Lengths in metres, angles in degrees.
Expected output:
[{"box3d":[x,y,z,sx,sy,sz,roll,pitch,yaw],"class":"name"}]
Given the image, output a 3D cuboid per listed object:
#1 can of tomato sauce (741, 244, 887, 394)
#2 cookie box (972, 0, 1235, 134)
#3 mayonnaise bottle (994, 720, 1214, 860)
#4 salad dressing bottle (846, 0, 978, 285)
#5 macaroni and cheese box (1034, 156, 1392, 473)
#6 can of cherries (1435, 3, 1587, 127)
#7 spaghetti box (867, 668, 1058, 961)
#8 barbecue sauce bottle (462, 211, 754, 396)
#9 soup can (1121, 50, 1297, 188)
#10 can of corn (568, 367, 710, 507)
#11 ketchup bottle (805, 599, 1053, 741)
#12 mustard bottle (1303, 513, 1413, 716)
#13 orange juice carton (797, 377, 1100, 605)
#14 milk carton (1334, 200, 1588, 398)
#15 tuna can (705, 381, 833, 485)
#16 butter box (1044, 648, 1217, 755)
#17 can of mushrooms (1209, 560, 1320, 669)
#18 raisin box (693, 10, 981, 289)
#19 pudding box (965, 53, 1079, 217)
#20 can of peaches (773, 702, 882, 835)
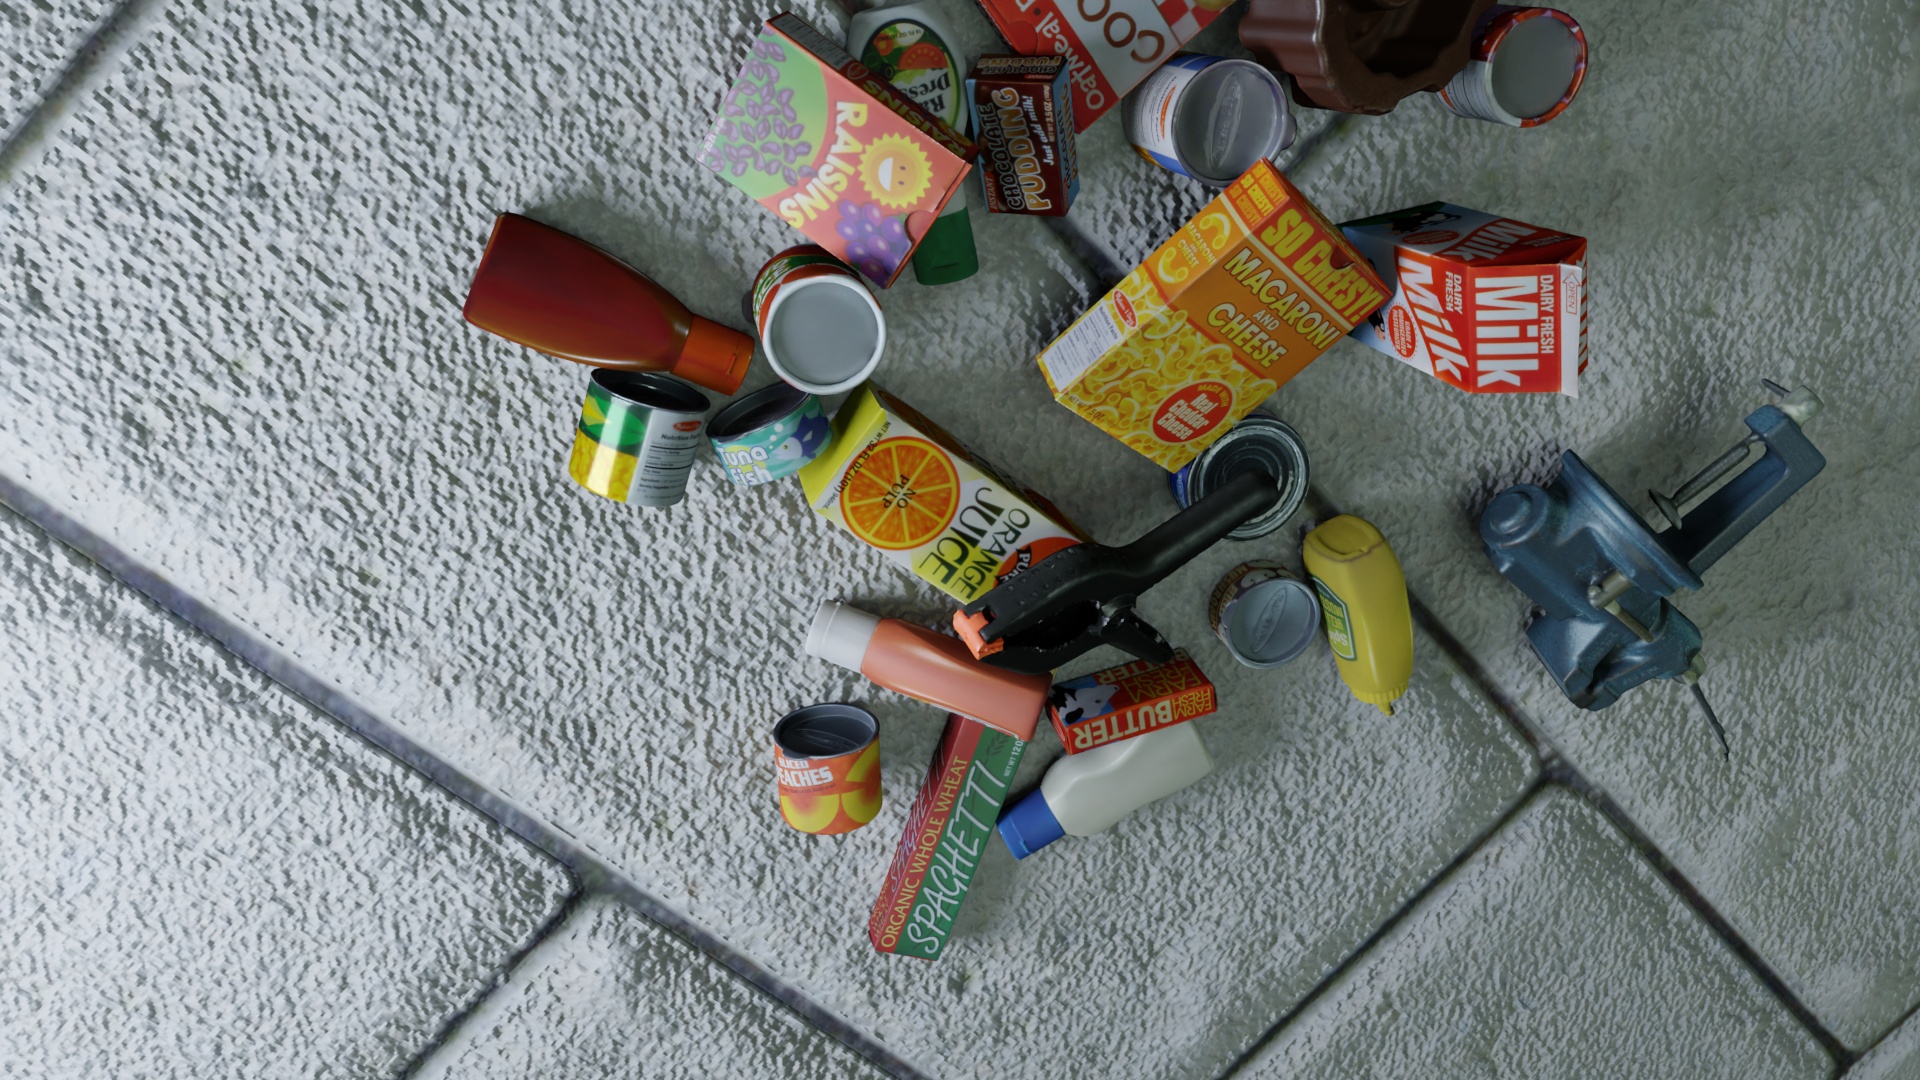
[{"box3d":[-0.080,-0.122,0.757,0.071,0.083,0.071,-5,112,-11],"class":"can of tomato sauce"},{"box3d":[0.088,-0.322,0.742,0.167,0.040,0.122,-40,115,4],"class":"cookie box"},{"box3d":[0.094,0.164,0.937,0.148,0.041,0.064,-29,119,0],"class":"mayonnaise bottle"},{"box3d":[-0.021,-0.215,0.756,0.064,0.044,0.147,-12,114,1],"class":"salad dressing bottle"},{"box3d":[0.145,-0.120,0.789,0.166,0.040,0.123,-40,140,23],"class":"macaroni and cheese box"},{"box3d":[0.319,-0.278,0.805,0.071,0.058,0.071,-5,113,-11],"class":"can of cherries"},{"box3d":[0.001,0.169,0.923,0.050,0.029,0.249,16,107,-18],"class":"spaghetti box"},{"box3d":[-0.187,-0.121,0.754,0.148,0.044,0.065,20,96,-21],"class":"barbecue sauce bottle"},{"box3d":[0.135,-0.233,0.765,0.071,0.084,0.071,-5,113,-12],"class":"soup can"},{"box3d":[-0.180,-0.058,0.770,0.071,0.071,0.058,13,108,-18],"class":"can of corn"},{"box3d":[-0.019,0.076,0.846,0.149,0.065,0.043,20,94,5],"class":"ketchup bottle"},{"box3d":[0.272,0.061,0.927,0.049,0.065,0.159,-26,119,-7],"class":"mustard bottle"},{"box3d":[0.003,-0.010,0.827,0.192,0.073,0.071,33,101,-23],"class":"orange juice carton"},{"box3d":[0.288,-0.137,0.780,0.073,0.191,0.072,-14,114,-8],"class":"milk carton"},{"box3d":[-0.108,-0.060,0.782,0.071,0.071,0.032,-25,115,-3],"class":"tuna can"},{"box3d":[0.111,0.105,0.910,0.103,0.053,0.024,-15,116,-7],"class":"butter box"},{"box3d":[0.199,0.048,0.919,0.071,0.033,0.070,-5,113,-12],"class":"can of mushrooms"},{"box3d":[-0.063,-0.202,0.724,0.123,0.040,0.085,34,120,-7],"class":"raisin box"},{"box3d":[0.034,-0.219,0.752,0.050,0.030,0.083,9,139,19],"class":"pudding box"},{"box3d":[-0.084,0.144,0.870,0.071,0.071,0.057,-6,113,-11],"class":"can of peaches"}]
